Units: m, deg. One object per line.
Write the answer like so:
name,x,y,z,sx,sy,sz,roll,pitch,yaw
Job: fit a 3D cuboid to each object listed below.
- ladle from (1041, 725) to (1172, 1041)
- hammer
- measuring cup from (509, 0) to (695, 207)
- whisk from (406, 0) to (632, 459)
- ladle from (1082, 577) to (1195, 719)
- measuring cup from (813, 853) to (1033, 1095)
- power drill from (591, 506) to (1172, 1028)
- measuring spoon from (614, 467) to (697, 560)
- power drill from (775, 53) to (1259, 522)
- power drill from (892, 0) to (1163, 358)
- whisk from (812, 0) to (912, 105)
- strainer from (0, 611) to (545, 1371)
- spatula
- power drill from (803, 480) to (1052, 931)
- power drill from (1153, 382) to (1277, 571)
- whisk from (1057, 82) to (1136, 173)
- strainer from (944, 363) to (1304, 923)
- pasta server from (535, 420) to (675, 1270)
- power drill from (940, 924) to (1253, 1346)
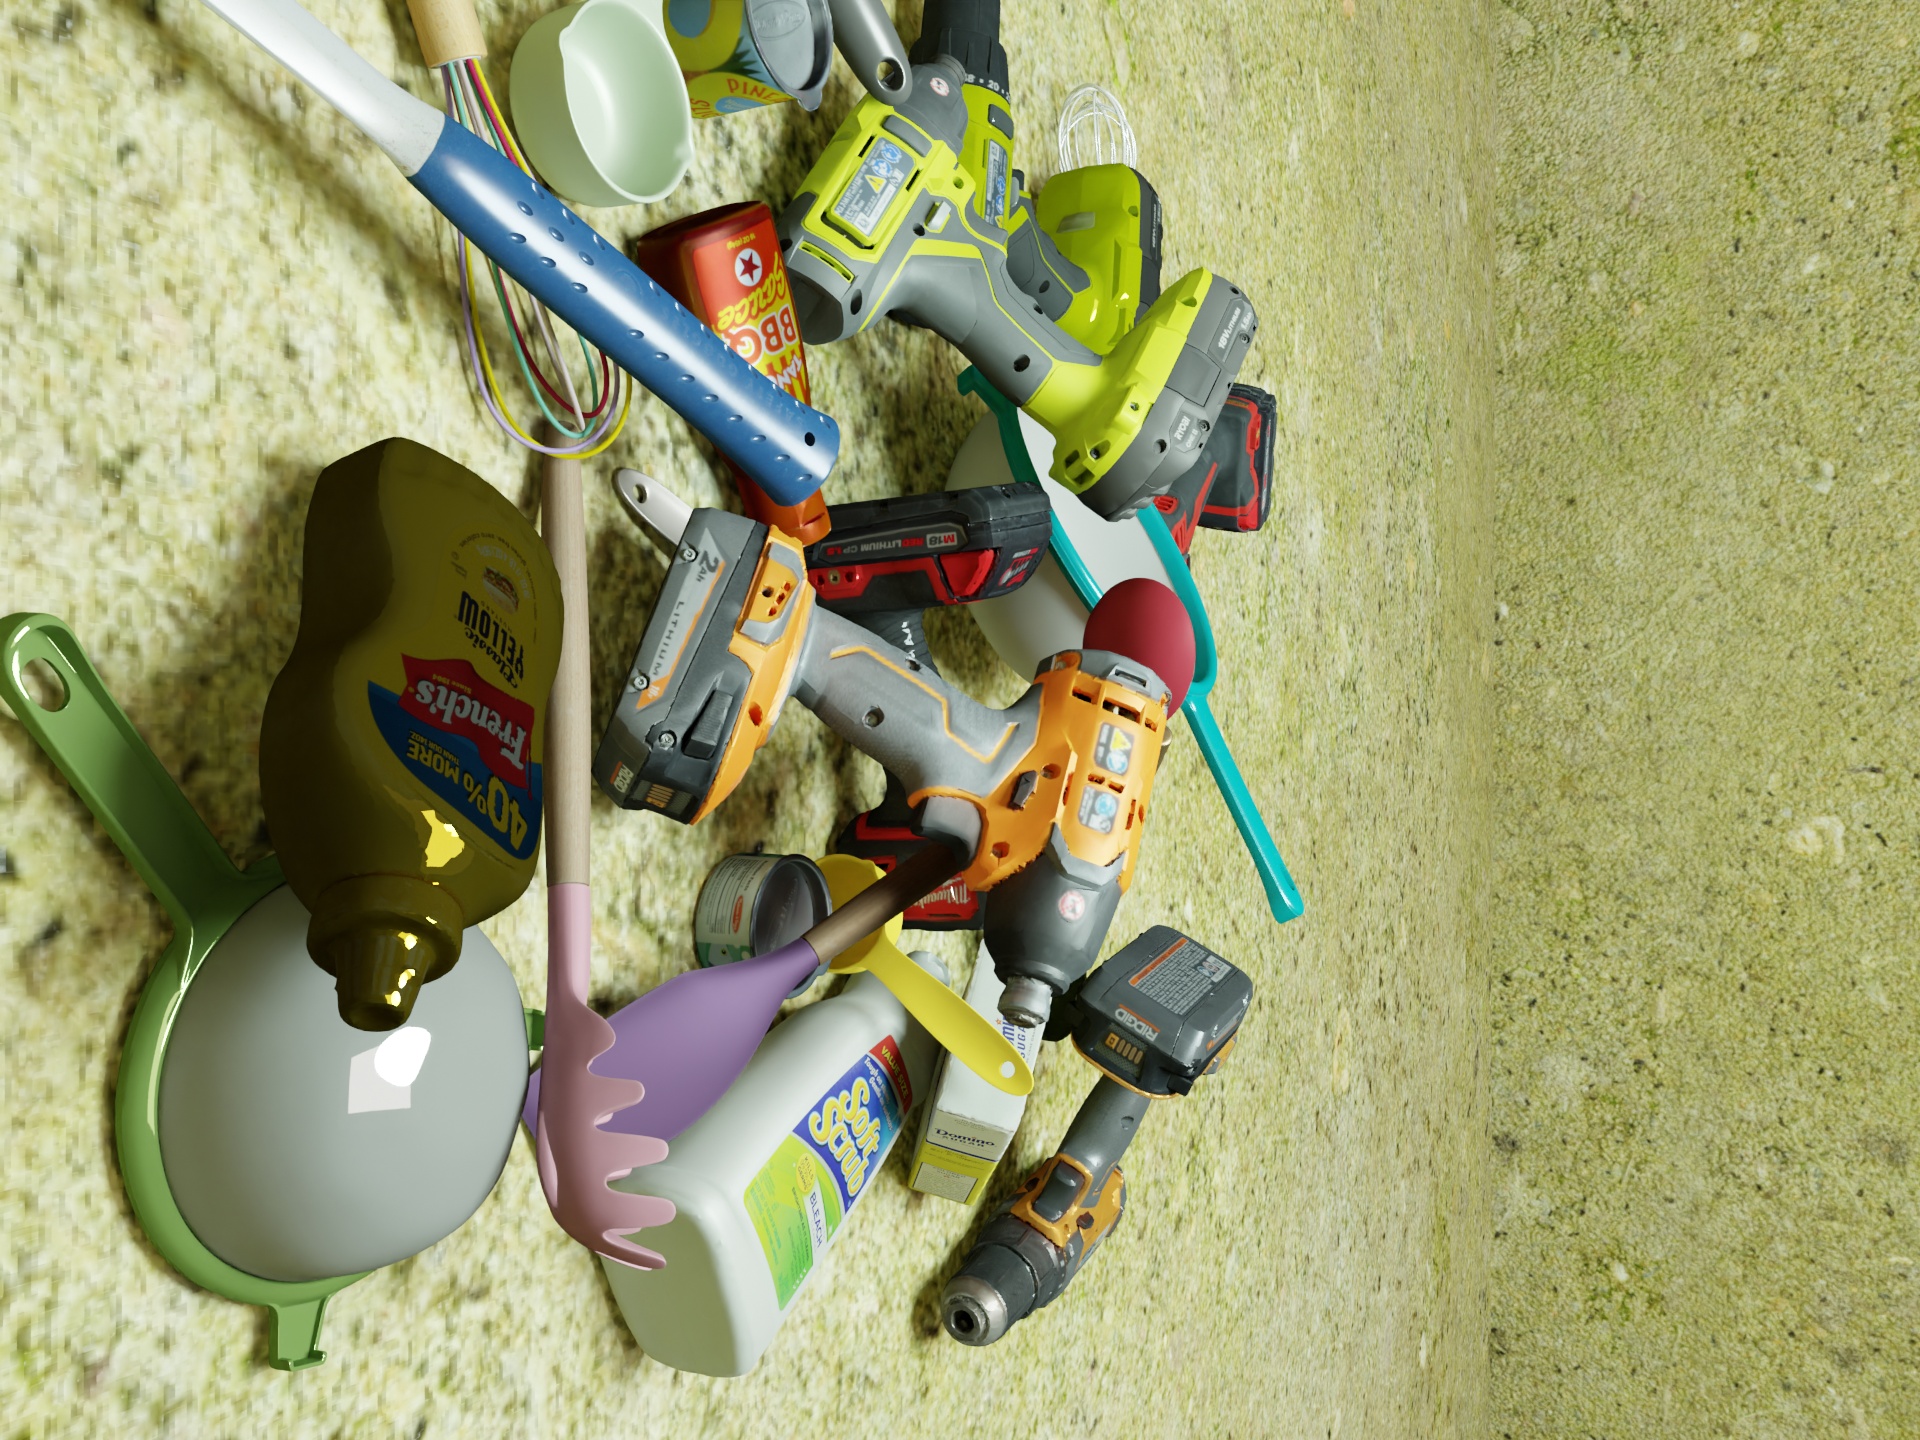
ladle,0.074,0.091,0.863,0.320,0.062,0.078,109,0,-57
hammer,-0.178,-0.181,0.494,0.405,0.035,0.144,36,59,-45
measuring cup,-0.139,-0.284,0.632,0.083,0.038,0.168,26,65,-59
whisk,-0.169,-0.214,0.570,0.051,0.047,0.244,-40,122,-54
ladle,0.061,0.036,0.861,0.031,0.069,0.315,-22,153,-25
measuring cup,-0.020,0.123,0.750,0.062,0.157,0.029,-53,155,5
power drill,-0.029,0.022,0.656,0.226,0.084,0.164,21,64,-12
measuring spoon,-0.115,-0.074,0.708,0.124,0.018,0.034,41,51,-46
power drill,0.028,-0.216,0.783,0.223,0.080,0.171,33,64,-13
power drill,0.037,-0.302,0.923,0.228,0.080,0.190,11,81,-59
whisk,-0.083,-0.376,0.683,0.238,0.055,0.055,57,41,-29
strainer,-0.199,0.074,0.485,0.152,0.069,0.256,-59,141,-44
spatula,-0.043,0.087,0.683,0.316,0.018,0.059,-34,109,-24
power drill,-0.001,-0.003,0.784,0.078,0.143,0.219,-23,108,-62
power drill,0.155,-0.122,1.137,0.227,0.080,0.187,-57,152,-43
whisk,0.098,-0.299,1.073,0.058,0.059,0.246,-26,121,-33
strainer,0.080,-0.030,0.897,0.211,0.095,0.340,-5,68,-65
pasta server,-0.134,0.034,0.575,0.040,0.060,0.316,2,69,-23
power drill,0.071,0.245,0.919,0.185,0.084,0.226,-18,135,-62
